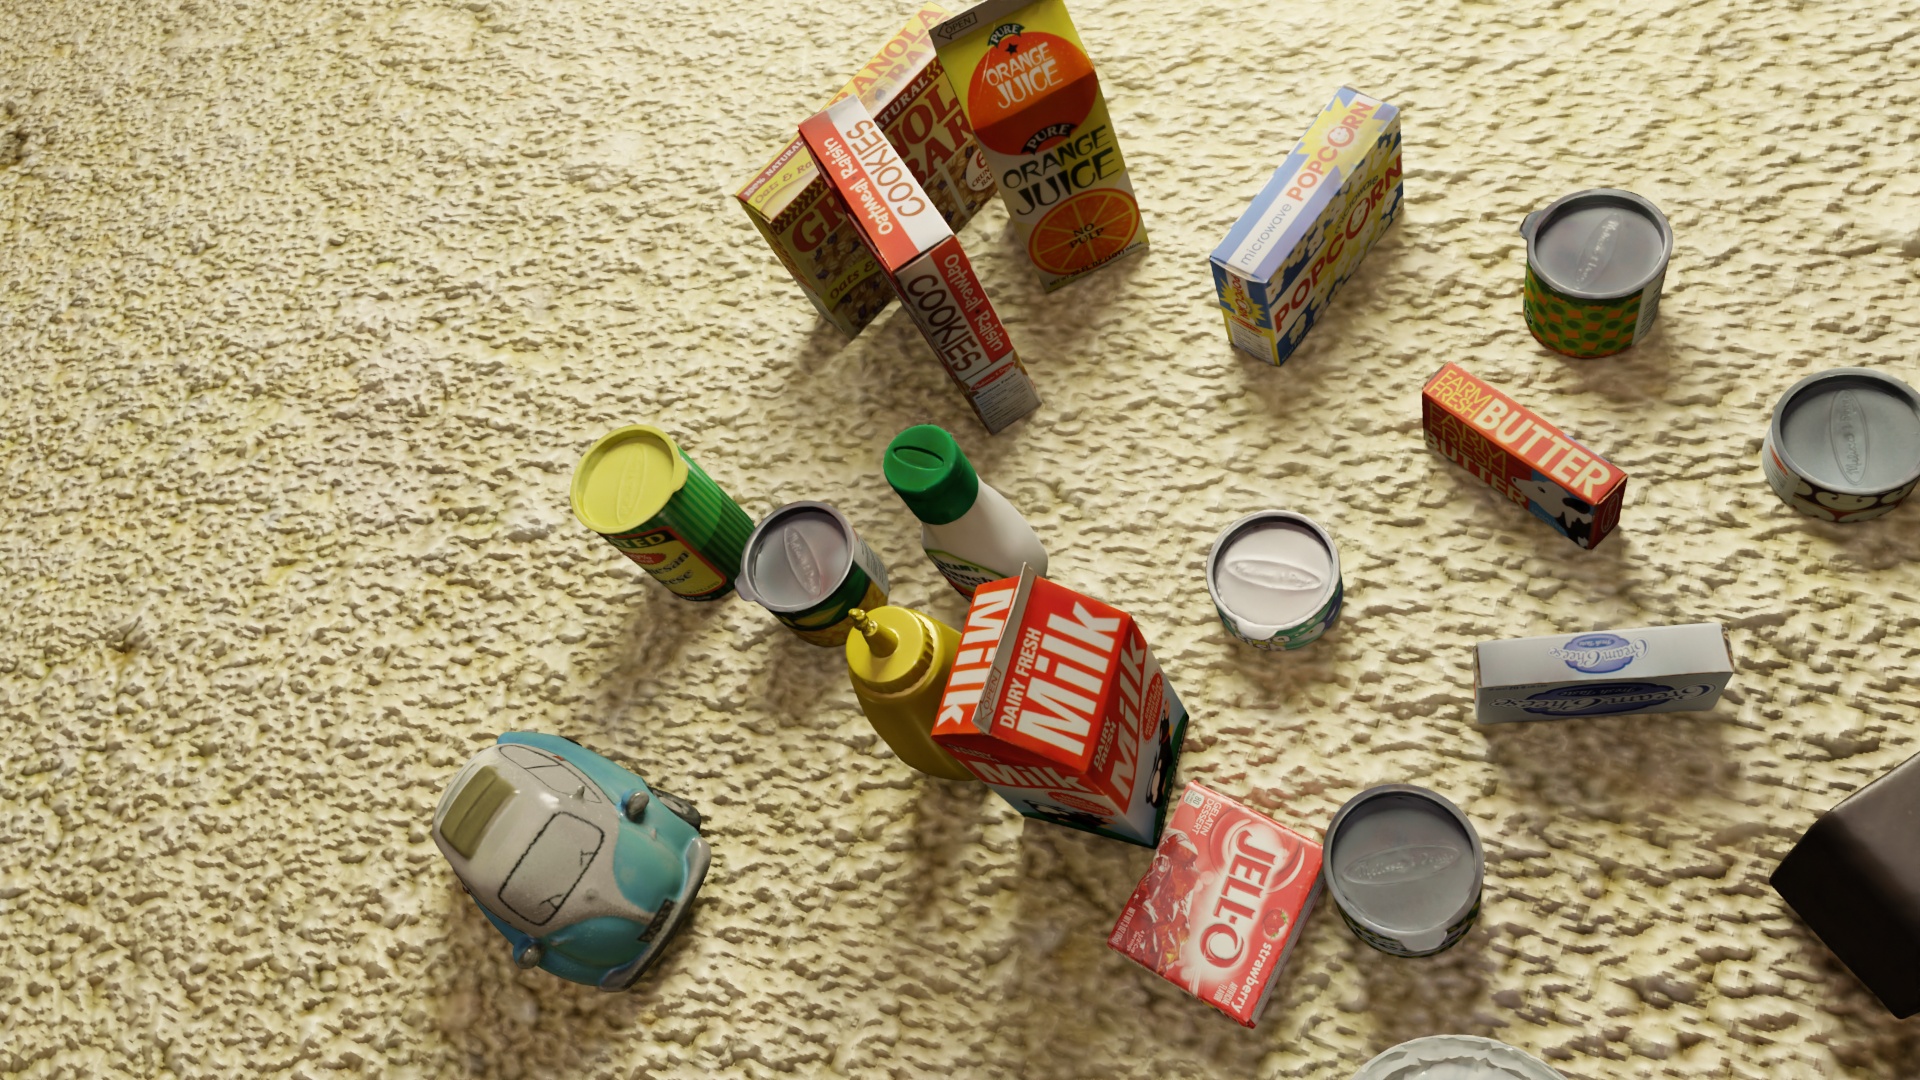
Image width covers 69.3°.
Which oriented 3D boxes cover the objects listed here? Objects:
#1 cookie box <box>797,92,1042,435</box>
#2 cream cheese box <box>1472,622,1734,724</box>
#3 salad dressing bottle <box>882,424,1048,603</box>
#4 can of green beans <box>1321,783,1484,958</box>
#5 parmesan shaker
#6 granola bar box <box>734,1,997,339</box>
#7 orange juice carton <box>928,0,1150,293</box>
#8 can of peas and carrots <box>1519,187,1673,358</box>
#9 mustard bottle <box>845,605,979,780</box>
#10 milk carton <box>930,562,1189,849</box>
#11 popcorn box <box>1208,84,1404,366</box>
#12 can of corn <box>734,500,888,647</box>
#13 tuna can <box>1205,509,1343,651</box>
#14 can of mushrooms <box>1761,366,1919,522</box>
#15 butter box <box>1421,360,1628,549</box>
[{"bbox_3d":[-0.021,-0.148,0.770,0.040,0.167,0.123,-33,59,2],"label":"cookie box"},{"bbox_3d":[0.286,0.061,0.626,0.104,0.053,0.024,-6,64,17],"label":"cream cheese box"},{"bbox_3d":[0.003,-0.009,0.705,0.064,0.147,0.044,18,72,26],"label":"salad dressing bottle"},{"bbox_3d":[0.196,0.147,0.613,0.071,0.057,0.071,-8,63,16],"label":"can of green beans"},{"bbox_3d":[-0.163,-0.013,0.791,0.071,0.102,0.071,-8,63,16],"label":"parmesan shaker"},{"bbox_3d":[-0.044,-0.220,0.839,0.166,0.124,0.039,-47,60,-7],"label":"granola bar box"},{"bbox_3d":[0.044,-0.231,0.773,0.072,0.192,0.073,-24,60,7],"label":"orange juice carton"},{"bbox_3d":[0.320,-0.135,0.707,0.071,0.058,0.071,-8,63,16],"label":"can of peas and carrots"},{"bbox_3d":[-0.019,0.069,0.667,0.049,0.159,0.065,9,69,23],"label":"mustard bottle"},{"bbox_3d":[0.045,0.077,0.622,0.073,0.190,0.072,10,69,23],"label":"milk carton"},{"bbox_3d":[0.190,-0.169,0.754,0.038,0.085,0.127,33,79,29],"label":"popcorn box"},{"bbox_3d":[-0.082,0.021,0.772,0.071,0.058,0.071,-8,63,16],"label":"can of corn"},{"bbox_3d":[0.158,0.023,0.701,0.071,0.032,0.071,-8,63,16],"label":"tuna can"},{"bbox_3d":[0.413,-0.044,0.644,0.071,0.033,0.071,-8,63,16],"label":"can of mushrooms"},{"bbox_3d":[0.273,-0.042,0.681,0.024,0.053,0.104,-44,59,-5],"label":"butter box"}]
